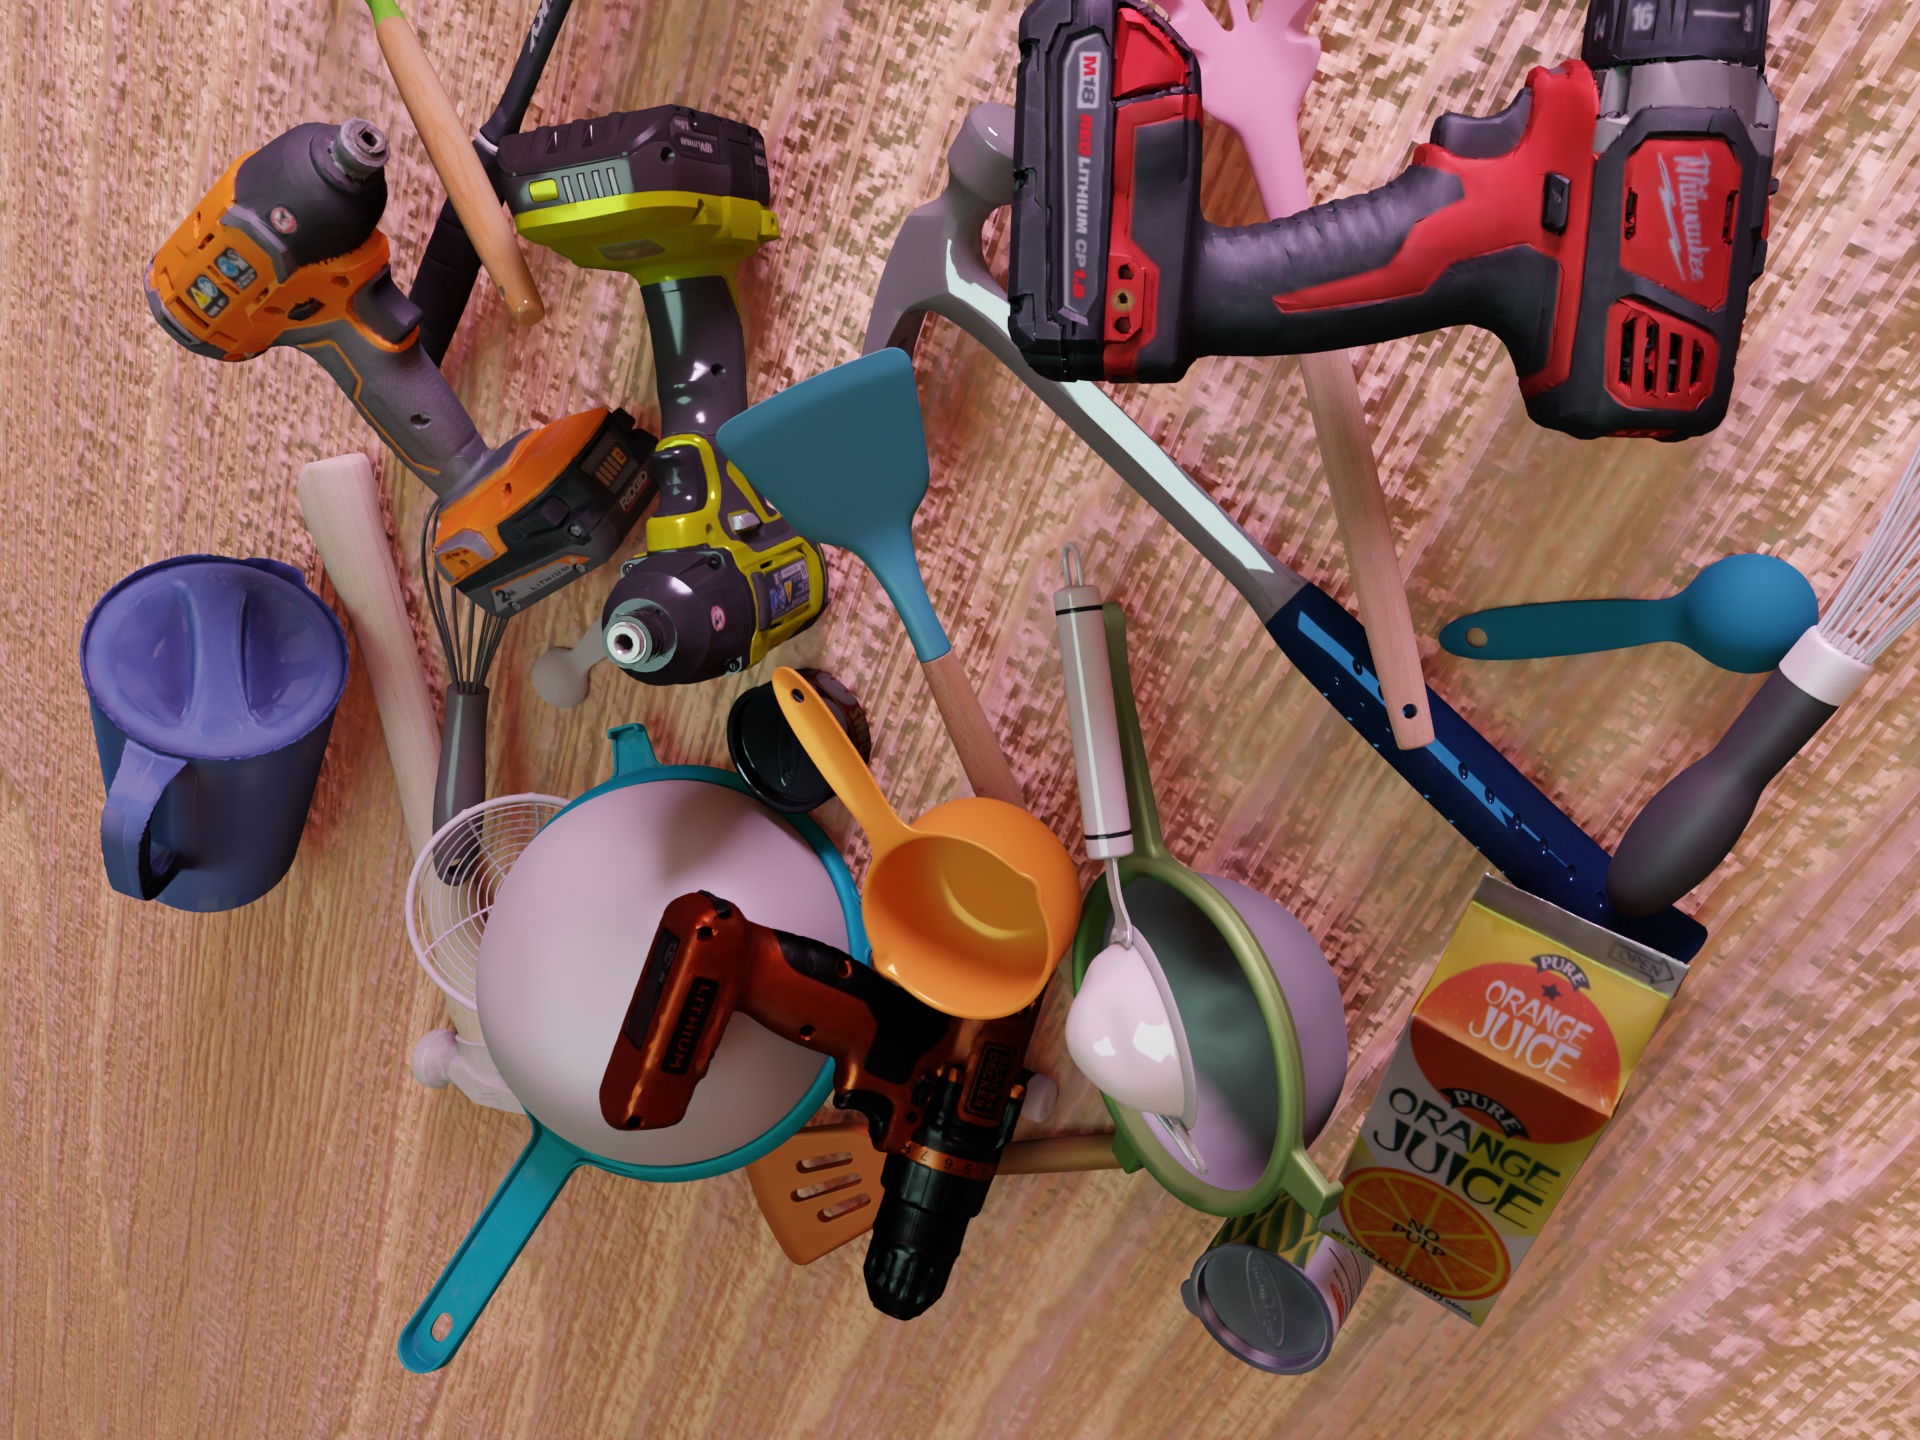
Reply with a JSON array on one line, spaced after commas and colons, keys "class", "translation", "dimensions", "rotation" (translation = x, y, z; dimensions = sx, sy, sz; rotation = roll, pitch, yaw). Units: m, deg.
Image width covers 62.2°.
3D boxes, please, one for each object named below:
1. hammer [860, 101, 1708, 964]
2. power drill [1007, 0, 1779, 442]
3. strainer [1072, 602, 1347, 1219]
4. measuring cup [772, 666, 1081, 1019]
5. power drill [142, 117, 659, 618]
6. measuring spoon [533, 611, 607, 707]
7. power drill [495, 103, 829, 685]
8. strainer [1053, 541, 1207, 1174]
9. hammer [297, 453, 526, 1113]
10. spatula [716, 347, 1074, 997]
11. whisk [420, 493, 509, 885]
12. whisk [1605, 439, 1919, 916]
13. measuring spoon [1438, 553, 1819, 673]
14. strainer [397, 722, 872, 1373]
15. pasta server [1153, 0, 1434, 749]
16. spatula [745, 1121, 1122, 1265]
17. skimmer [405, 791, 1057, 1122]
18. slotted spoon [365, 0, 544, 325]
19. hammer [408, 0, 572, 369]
[{"class": "hammer", "translation": [0.116, -0.050, 0.618], "dimensions": [0.405, 0.035, 0.144], "rotation": [46, 133, 8]}, {"class": "power drill", "translation": [0.134, -0.185, 0.493], "dimensions": [0.227, 0.080, 0.188], "rotation": [4, 101, 9]}, {"class": "strainer", "translation": [0.103, 0.073, 0.671], "dimensions": [0.151, 0.069, 0.256], "rotation": [-17, 83, 63]}, {"class": "measuring cup", "translation": [-0.016, 0.042, 0.674], "dimensions": [0.095, 0.052, 0.173], "rotation": [-33, 93, 34]}, {"class": "power drill", "translation": [-0.247, -0.163, 0.733], "dimensions": [0.164, 0.084, 0.226], "rotation": [-20, 124, 41]}, {"class": "measuring spoon", "translation": [-0.194, -0.043, 0.844], "dimensions": [0.124, 0.018, 0.034], "rotation": [-37, 87, 37]}, {"class": "power drill", "translation": [-0.118, -0.130, 0.664], "dimensions": [0.080, 0.171, 0.223], "rotation": [-5, 103, 15]}, {"class": "strainer", "translation": [0.058, 0.057, 0.634], "dimensions": [0.087, 0.050, 0.258], "rotation": [174, 89, -77]}, {"class": "hammer", "translation": [-0.312, 0.046, 0.950], "dimensions": [0.146, 0.038, 0.410], "rotation": [2, 110, 32]}, {"class": "spatula", "translation": [-0.001, -0.002, 0.686], "dimensions": [0.082, 0.044, 0.317], "rotation": [-24, 110, 1]}, {"class": "whisk", "translation": [-0.274, -0.015, 0.876], "dimensions": [0.055, 0.055, 0.239], "rotation": [20, 112, 26]}, {"class": "whisk", "translation": [0.286, -0.041, 0.485], "dimensions": [0.070, 0.070, 0.284], "rotation": [36, 123, 16]}, {"class": "measuring spoon", "translation": [0.230, -0.031, 0.561], "dimensions": [0.129, 0.021, 0.042], "rotation": [-4, 107, 36]}, {"class": "strainer", "translation": [-0.191, 0.174, 0.772], "dimensions": [0.211, 0.095, 0.340], "rotation": [32, 87, 16]}, {"class": "pasta server", "translation": [0.122, -0.143, 0.552], "dimensions": [0.060, 0.040, 0.316], "rotation": [-13, 93, 14]}, {"class": "spatula", "translation": [0.024, 0.224, 0.795], "dimensions": [0.322, 0.041, 0.081], "rotation": [-16, 99, 36]}, {"class": "skimmer", "translation": [-0.126, 0.137, 0.828], "dimensions": [0.363, 0.090, 0.127], "rotation": [16, 89, 26]}, {"class": "slotted spoon", "translation": [-0.242, -0.288, 0.698], "dimensions": [0.314, 0.031, 0.070], "rotation": [61, 147, 23]}, {"class": "hammer", "translation": [-0.201, -0.270, 0.718], "dimensions": [0.408, 0.036, 0.149], "rotation": [-47, 48, 42]}]
